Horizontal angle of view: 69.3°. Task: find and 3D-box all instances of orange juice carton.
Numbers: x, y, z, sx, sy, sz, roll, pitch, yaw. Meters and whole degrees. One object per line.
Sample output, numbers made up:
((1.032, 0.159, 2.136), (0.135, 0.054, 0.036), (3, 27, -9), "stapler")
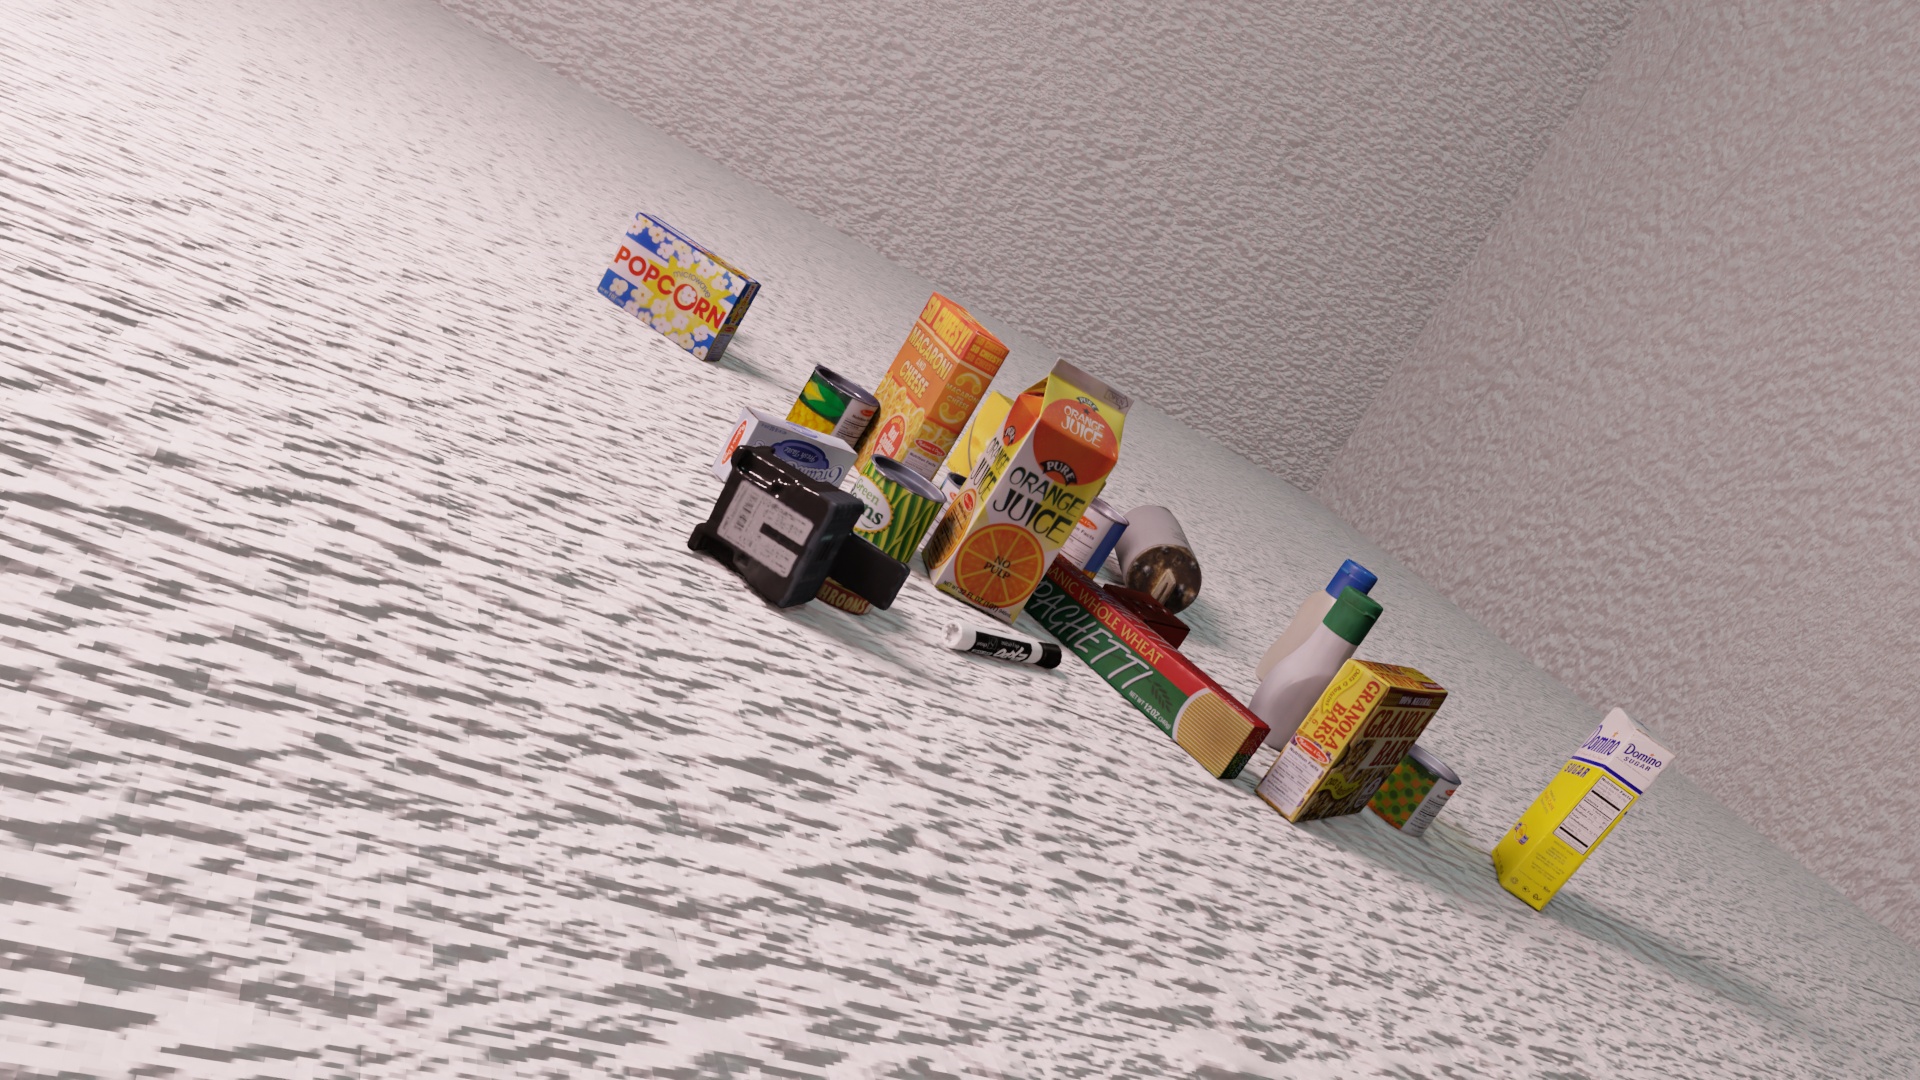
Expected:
((0.052, -0.041, 1.049), (0.072, 0.192, 0.073), (28, 13, -19), "orange juice carton")

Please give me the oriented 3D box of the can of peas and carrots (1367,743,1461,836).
((0.378, 0.207, 1.181), (0.071, 0.058, 0.071), (30, 13, -7), "can of peas and carrots")

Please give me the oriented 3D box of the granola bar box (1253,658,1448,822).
((0.302, 0.153, 1.060), (0.039, 0.124, 0.165), (40, 15, 31), "granola bar box")

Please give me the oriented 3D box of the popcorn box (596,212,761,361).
((-0.260, -0.234, 1.281), (0.127, 0.085, 0.038), (33, 13, 7), "popcorn box")

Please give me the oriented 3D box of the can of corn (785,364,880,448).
((-0.116, -0.114, 1.231), (0.071, 0.058, 0.071), (30, 13, -7), "can of corn")

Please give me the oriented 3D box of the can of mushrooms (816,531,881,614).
((-0.077, 0.017, 0.892), (0.071, 0.033, 0.071), (30, 13, -7), "can of mushrooms")

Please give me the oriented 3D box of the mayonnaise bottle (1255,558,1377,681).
((0.352, 0.088, 1.359), (0.041, 0.147, 0.065), (23, 15, -34), "mayonnaise bottle")

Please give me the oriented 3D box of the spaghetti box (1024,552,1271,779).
((0.128, 0.087, 1.069), (0.251, 0.050, 0.029), (41, 15, 35), "spaghetti box")

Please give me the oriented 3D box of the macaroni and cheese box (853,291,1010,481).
((-0.032, -0.122, 1.210), (0.040, 0.166, 0.124), (25, 14, -29), "macaroni and cheese box")

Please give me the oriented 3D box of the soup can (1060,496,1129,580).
((0.103, 0.002, 1.250), (0.071, 0.083, 0.071), (30, 13, -7), "soup can")

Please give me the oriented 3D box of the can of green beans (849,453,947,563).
((-0.053, -0.023, 1.043), (0.071, 0.057, 0.071), (30, 13, -7), "can of green beans")

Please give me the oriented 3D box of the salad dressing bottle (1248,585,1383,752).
((0.299, 0.108, 1.167), (0.064, 0.147, 0.044), (26, 14, -24), "salad dressing bottle")

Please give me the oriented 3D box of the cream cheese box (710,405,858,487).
((-0.127, -0.058, 1.010), (0.104, 0.053, 0.024), (17, 20, -49), "cream cheese box")

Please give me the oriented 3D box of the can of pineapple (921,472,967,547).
((0.004, -0.014, 1.140), (0.071, 0.057, 0.071), (30, 13, -7), "can of pineapple")
